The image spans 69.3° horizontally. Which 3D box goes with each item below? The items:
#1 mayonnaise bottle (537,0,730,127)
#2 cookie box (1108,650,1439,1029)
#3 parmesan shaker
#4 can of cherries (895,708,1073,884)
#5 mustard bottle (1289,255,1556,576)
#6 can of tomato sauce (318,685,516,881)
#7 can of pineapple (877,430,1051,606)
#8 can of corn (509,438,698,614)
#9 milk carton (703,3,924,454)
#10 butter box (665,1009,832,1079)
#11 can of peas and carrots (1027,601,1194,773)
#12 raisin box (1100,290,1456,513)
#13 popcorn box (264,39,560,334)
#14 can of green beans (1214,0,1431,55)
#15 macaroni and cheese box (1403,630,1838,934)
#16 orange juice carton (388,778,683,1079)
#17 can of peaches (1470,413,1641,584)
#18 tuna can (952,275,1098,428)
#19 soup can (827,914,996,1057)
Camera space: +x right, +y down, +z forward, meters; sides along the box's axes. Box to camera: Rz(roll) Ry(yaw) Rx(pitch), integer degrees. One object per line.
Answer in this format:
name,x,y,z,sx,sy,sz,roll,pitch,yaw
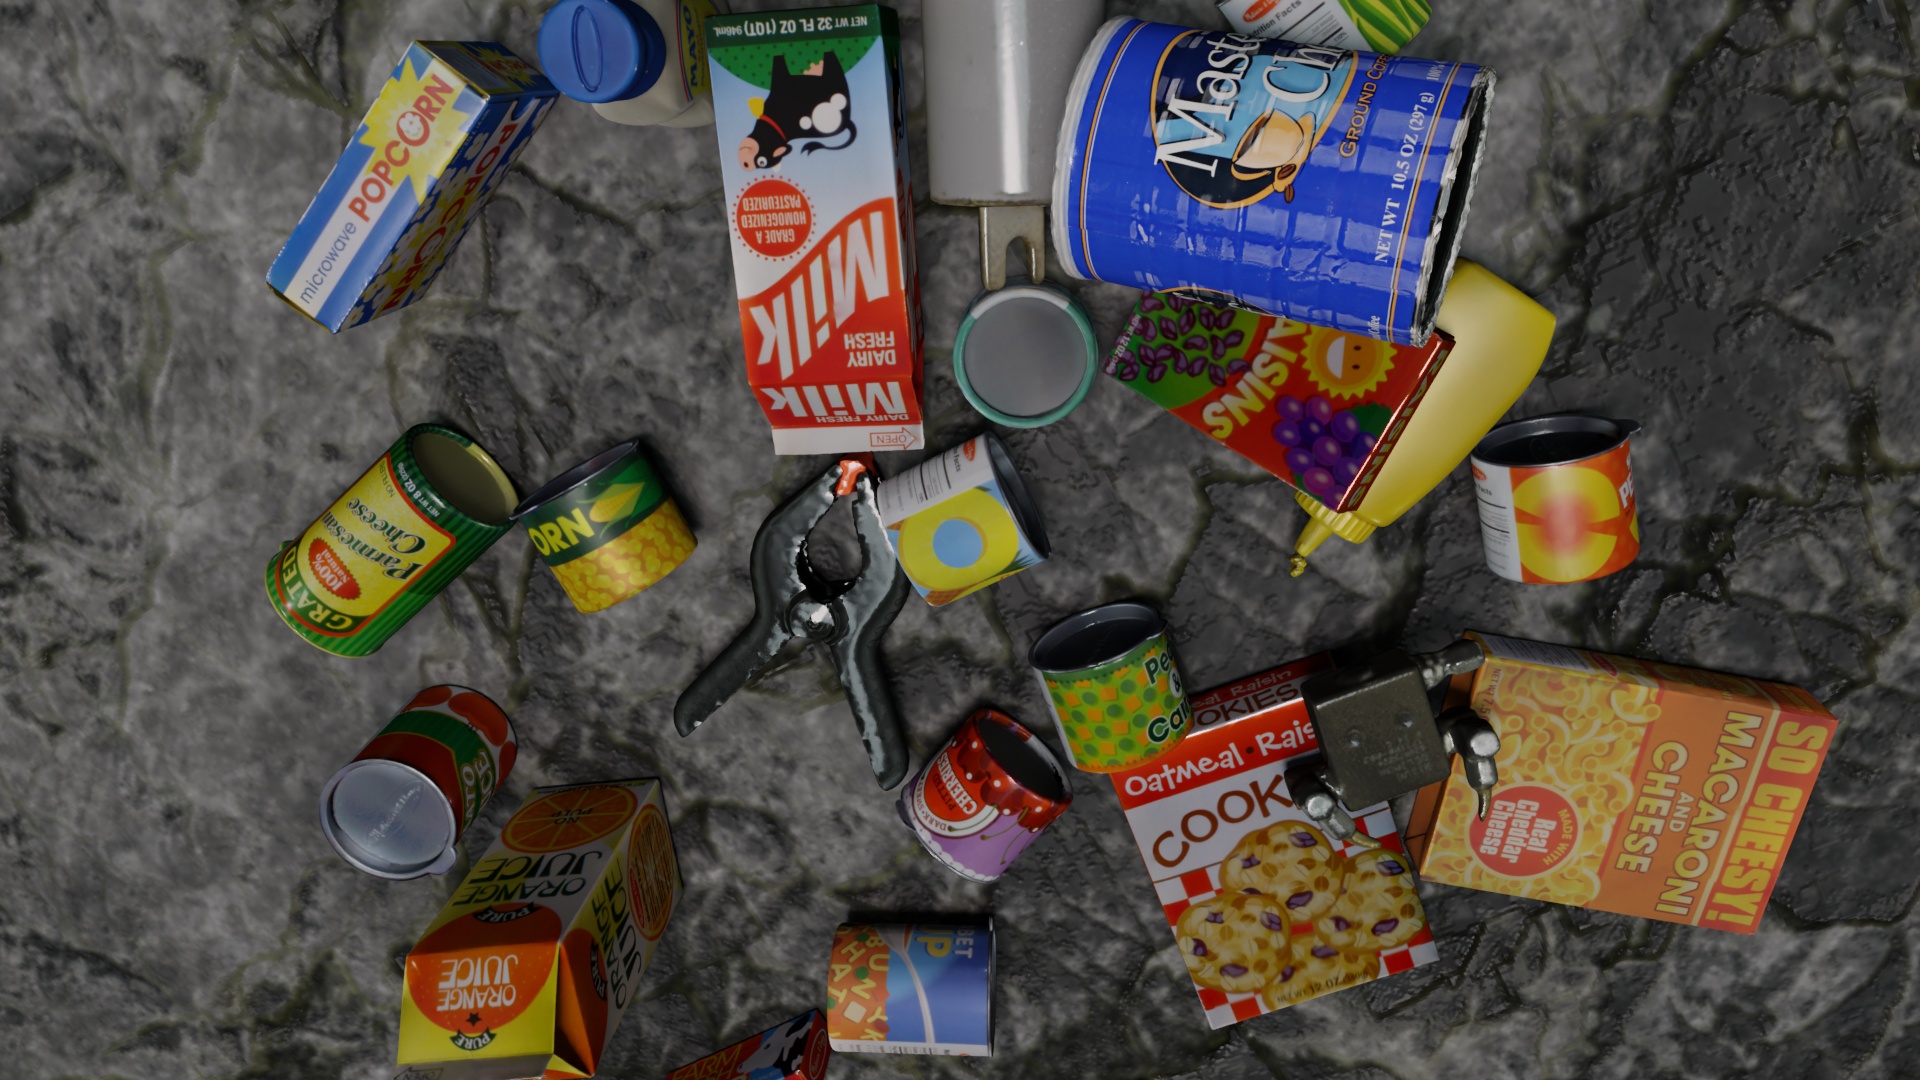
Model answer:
mayonnaise bottle,-0.123,-0.193,0.546,0.041,0.148,0.064,-1,110,4
cookie box,0.156,0.153,0.704,0.123,0.040,0.167,-20,107,8
parmesan shaker,-0.273,-0.002,0.666,0.103,0.071,0.071,-39,102,15
can of cherries,0.012,0.125,0.688,0.071,0.072,0.058,39,107,-10
mustard bottle,0.195,-0.049,0.628,0.065,0.049,0.159,34,109,-4
can of tomato sauce,-0.268,0.120,0.697,0.071,0.083,0.071,1,109,3
can of pineapple,0.002,-0.008,0.645,0.058,0.071,0.071,-25,106,12
can of corn,-0.168,-0.005,0.655,0.071,0.071,0.058,-25,106,12
milk carton,-0.057,-0.129,0.603,0.072,0.074,0.189,-2,109,4
butter box,-0.122,0.302,0.767,0.103,0.053,0.024,-27,104,12
can of peas and carrots,0.075,0.070,0.666,0.071,0.071,0.058,-18,108,10
raisin box,0.136,-0.079,0.600,0.123,0.040,0.086,35,109,22
popcorn box,-0.235,-0.154,0.600,0.038,0.085,0.126,39,107,-9
can of green beans,0.147,-0.216,0.564,0.071,0.071,0.057,-37,104,15
macaroni and cheese box,0.319,0.119,0.682,0.166,0.040,0.123,10,109,1
orange juice carton,-0.197,0.192,0.660,0.072,0.193,0.072,-6,108,7
can of peaches,0.269,-0.020,0.623,0.071,0.071,0.058,-12,108,8
tuna can,0.030,-0.084,0.635,0.071,0.033,0.070,1,109,3
soup can,-0.024,0.233,0.731,0.084,0.071,0.071,1,109,4
